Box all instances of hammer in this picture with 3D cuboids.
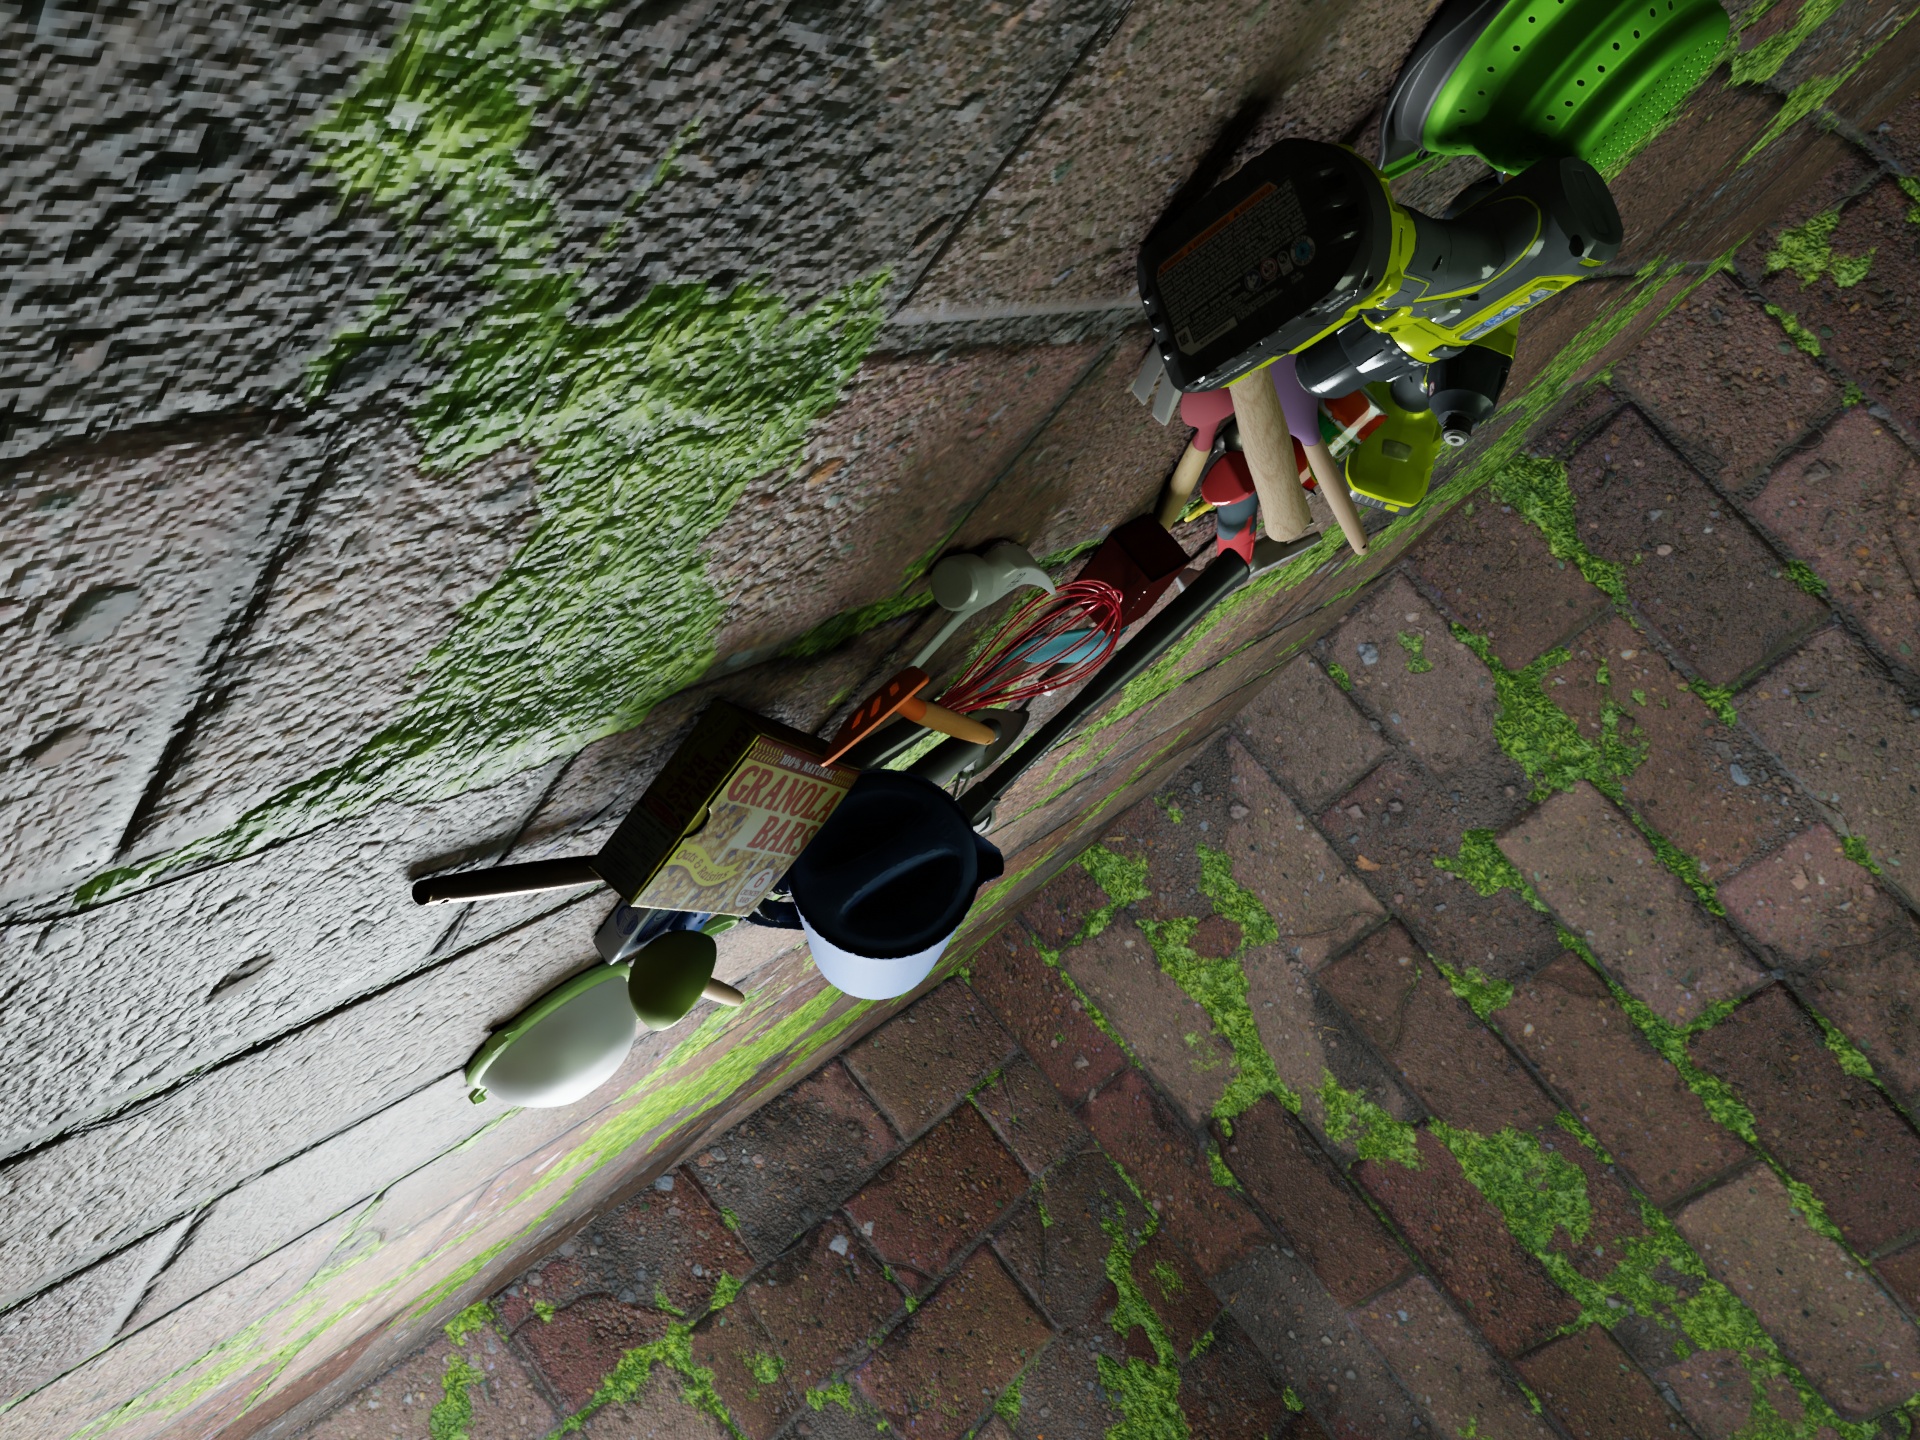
[{"bbox_3d":[0.109,-0.020,1.322,0.335,0.035,0.146,-43,169,8],"label":"hammer"},{"bbox_3d":[0.249,-0.171,1.353,0.143,0.038,0.386,-26,171,6],"label":"hammer"},{"bbox_3d":[0.190,-0.191,1.017,0.130,0.031,0.331,-38,156,3],"label":"hammer"},{"bbox_3d":[-0.085,0.021,1.113,0.405,0.035,0.144,-46,168,29],"label":"hammer"}]

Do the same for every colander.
[{"bbox_3d":[0.350,-0.386,0.765,0.204,0.094,0.397,-34,168,-28],"label":"colander"}]

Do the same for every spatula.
[{"bbox_3d":[0.267,-0.197,1.191,0.060,0.018,0.315,-41,147,6],"label":"spatula"},{"bbox_3d":[-0.002,-0.004,1.272,0.317,0.044,0.082,-34,175,-25],"label":"spatula"},{"bbox_3d":[-0.018,0.003,1.048,0.081,0.041,0.322,-39,166,9],"label":"spatula"}]

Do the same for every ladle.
[{"bbox_3d":[-0.200,0.217,1.274,0.078,0.062,0.320,-57,169,-10],"label":"ladle"},{"bbox_3d":[0.167,-0.190,1.140,0.069,0.031,0.315,-35,170,-10],"label":"ladle"}]

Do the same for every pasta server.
[{"bbox_3d":[-0.217,0.082,0.951,0.060,0.040,0.316,-43,165,17],"label":"pasta server"}]

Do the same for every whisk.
[{"bbox_3d":[0.001,-0.017,1.206,0.296,0.073,0.073,-32,168,-6],"label":"whisk"},{"bbox_3d":[-0.064,0.070,1.275,0.239,0.055,0.055,-35,170,11],"label":"whisk"}]

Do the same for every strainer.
[{"bbox_3d":[-0.270,0.238,1.281,0.256,0.069,0.151,-30,166,-34],"label":"strainer"},{"bbox_3d":[0.070,-0.028,1.431,0.258,0.050,0.087,-42,-167,-20],"label":"strainer"}]

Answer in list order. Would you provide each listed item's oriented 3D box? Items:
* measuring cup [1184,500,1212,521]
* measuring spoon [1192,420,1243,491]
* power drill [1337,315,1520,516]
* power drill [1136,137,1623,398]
[{"bbox_3d":[0.254,-0.199,1.379,0.156,0.029,0.062,-33,168,-28],"label":"measuring cup"},{"bbox_3d":[0.195,-0.193,1.236,0.034,0.018,0.124,-33,168,-32],"label":"measuring spoon"},{"bbox_3d":[0.370,-0.258,1.255,0.223,0.080,0.171,110,-4,-73],"label":"power drill"},{"bbox_3d":[0.201,-0.219,0.815,0.228,0.080,0.190,-11,169,-40],"label":"power drill"}]
